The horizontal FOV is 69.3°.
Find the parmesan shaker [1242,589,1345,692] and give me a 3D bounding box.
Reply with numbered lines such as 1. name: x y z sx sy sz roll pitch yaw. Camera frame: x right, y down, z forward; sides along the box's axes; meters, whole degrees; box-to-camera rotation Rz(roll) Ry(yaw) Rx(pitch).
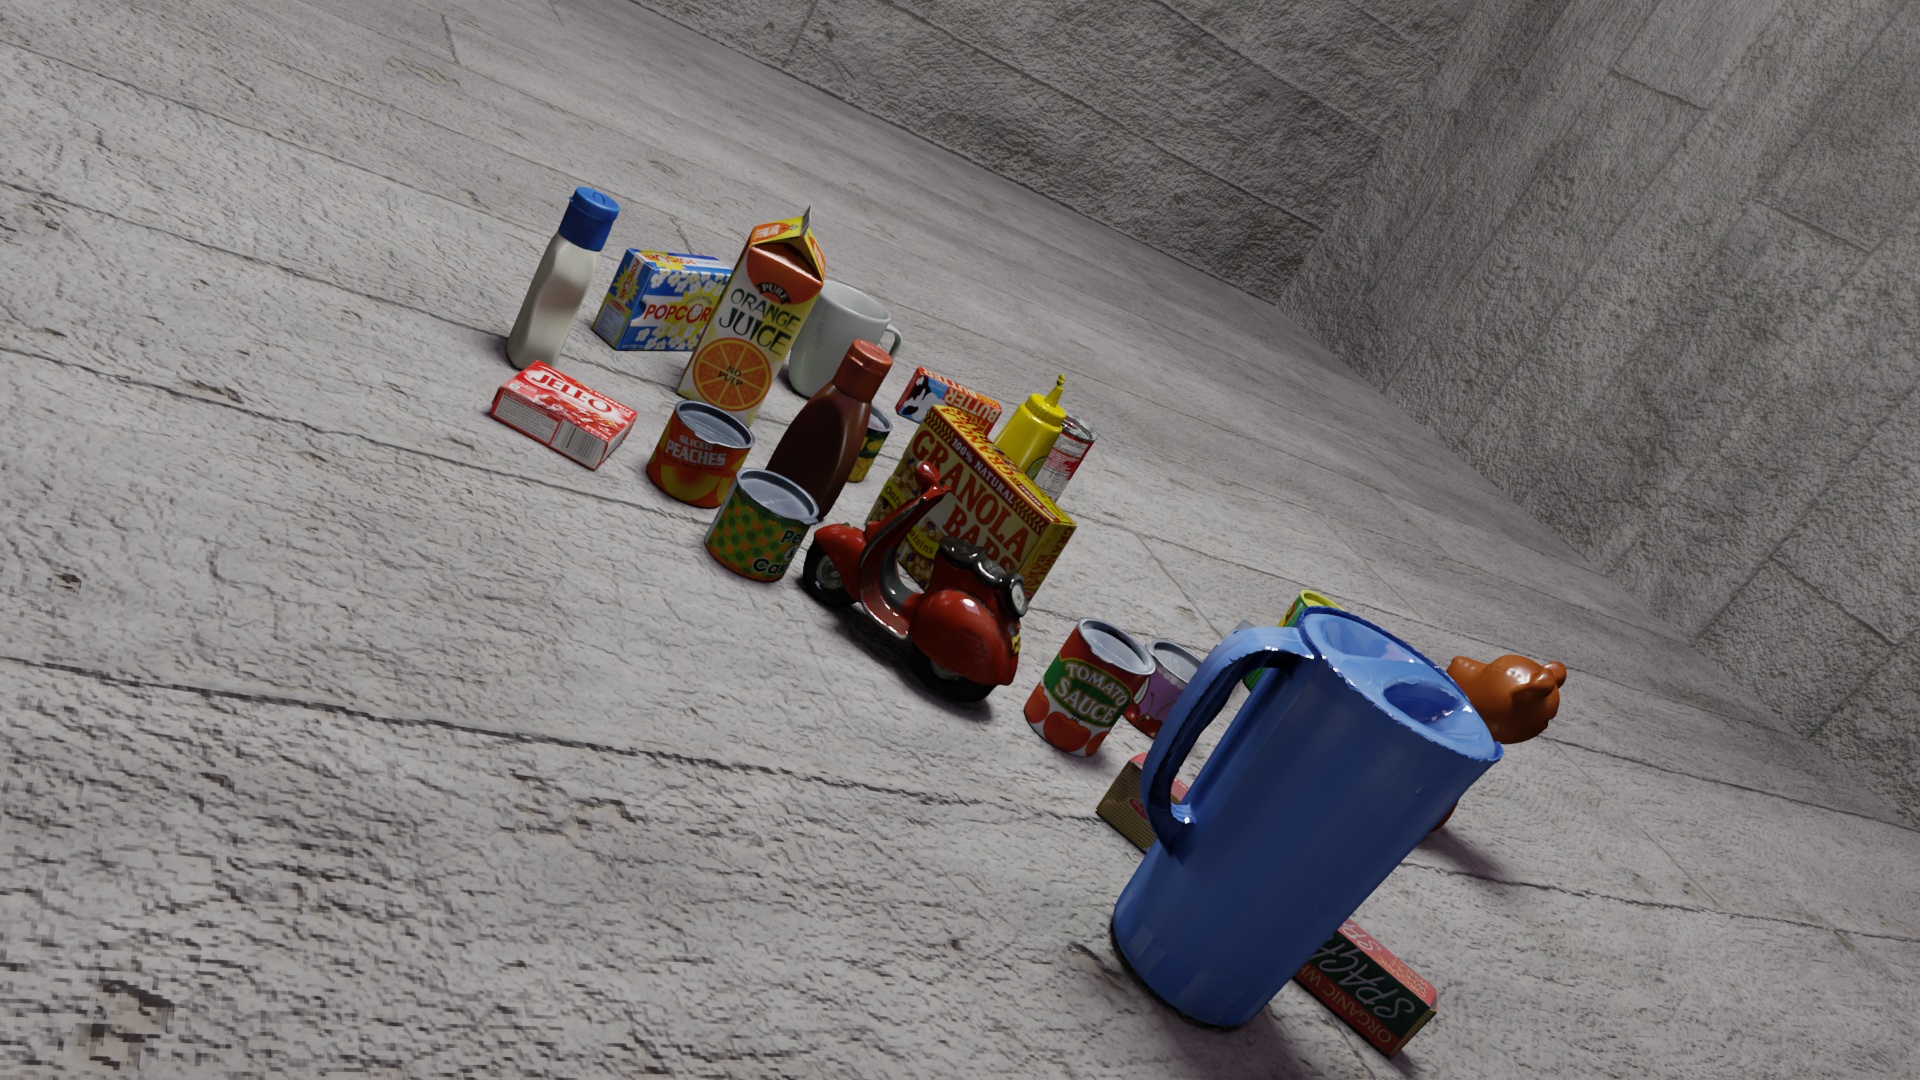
1. parmesan shaker: 0.320 0.107 1.312 0.071 0.102 0.071 27 22 -11

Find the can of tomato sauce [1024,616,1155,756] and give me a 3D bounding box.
1. can of tomato sauce: 0.095 0.110 1.037 0.071 0.082 0.071 27 22 -11

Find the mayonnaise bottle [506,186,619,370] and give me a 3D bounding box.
1. mayonnaise bottle: -0.315 -0.206 1.100 0.041 0.147 0.065 19 24 -29

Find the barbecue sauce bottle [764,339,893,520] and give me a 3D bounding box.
1. barbecue sauce bottle: -0.104 -0.091 1.126 0.065 0.148 0.044 38 22 17

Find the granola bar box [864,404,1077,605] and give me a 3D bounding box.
1. granola bar box: 0.004 -0.014 1.133 0.039 0.123 0.166 6 32 -48

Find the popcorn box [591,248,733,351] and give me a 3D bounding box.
1. popcorn box: -0.269 -0.219 1.276 0.038 0.085 0.127 39 23 19

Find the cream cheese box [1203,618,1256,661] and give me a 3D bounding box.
1. cream cheese box: 0.243 0.109 1.275 0.024 0.053 0.104 37 22 15

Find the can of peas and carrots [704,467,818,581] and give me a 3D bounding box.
1. can of peas and carrots: -0.144 -0.010 1.019 0.071 0.058 0.071 27 22 -11

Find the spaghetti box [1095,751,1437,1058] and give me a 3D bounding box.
1. spaghetti box: 0.203 0.242 0.937 0.250 0.050 0.029 38 22 18

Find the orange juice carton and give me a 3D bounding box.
1. orange juice carton: -0.174 -0.205 1.223 0.073 0.192 0.072 25 22 -15

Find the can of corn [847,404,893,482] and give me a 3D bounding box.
1. can of corn: -0.104 -0.093 1.254 0.071 0.058 0.071 27 22 -11

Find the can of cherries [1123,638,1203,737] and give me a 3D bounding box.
1. can of cherries: 0.167 0.122 1.139 0.071 0.058 0.072 27 22 -11

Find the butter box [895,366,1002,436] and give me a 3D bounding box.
1. butter box: -0.012 -0.142 1.487 0.103 0.053 0.024 22 23 -22

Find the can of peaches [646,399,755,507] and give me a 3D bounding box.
1. can of peaches: -0.201 -0.066 1.067 0.071 0.058 0.071 27 22 -11

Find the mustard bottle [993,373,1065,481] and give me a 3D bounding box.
1. mustard bottle: 0.059 -0.088 1.316 0.049 0.159 0.065 37 22 14
